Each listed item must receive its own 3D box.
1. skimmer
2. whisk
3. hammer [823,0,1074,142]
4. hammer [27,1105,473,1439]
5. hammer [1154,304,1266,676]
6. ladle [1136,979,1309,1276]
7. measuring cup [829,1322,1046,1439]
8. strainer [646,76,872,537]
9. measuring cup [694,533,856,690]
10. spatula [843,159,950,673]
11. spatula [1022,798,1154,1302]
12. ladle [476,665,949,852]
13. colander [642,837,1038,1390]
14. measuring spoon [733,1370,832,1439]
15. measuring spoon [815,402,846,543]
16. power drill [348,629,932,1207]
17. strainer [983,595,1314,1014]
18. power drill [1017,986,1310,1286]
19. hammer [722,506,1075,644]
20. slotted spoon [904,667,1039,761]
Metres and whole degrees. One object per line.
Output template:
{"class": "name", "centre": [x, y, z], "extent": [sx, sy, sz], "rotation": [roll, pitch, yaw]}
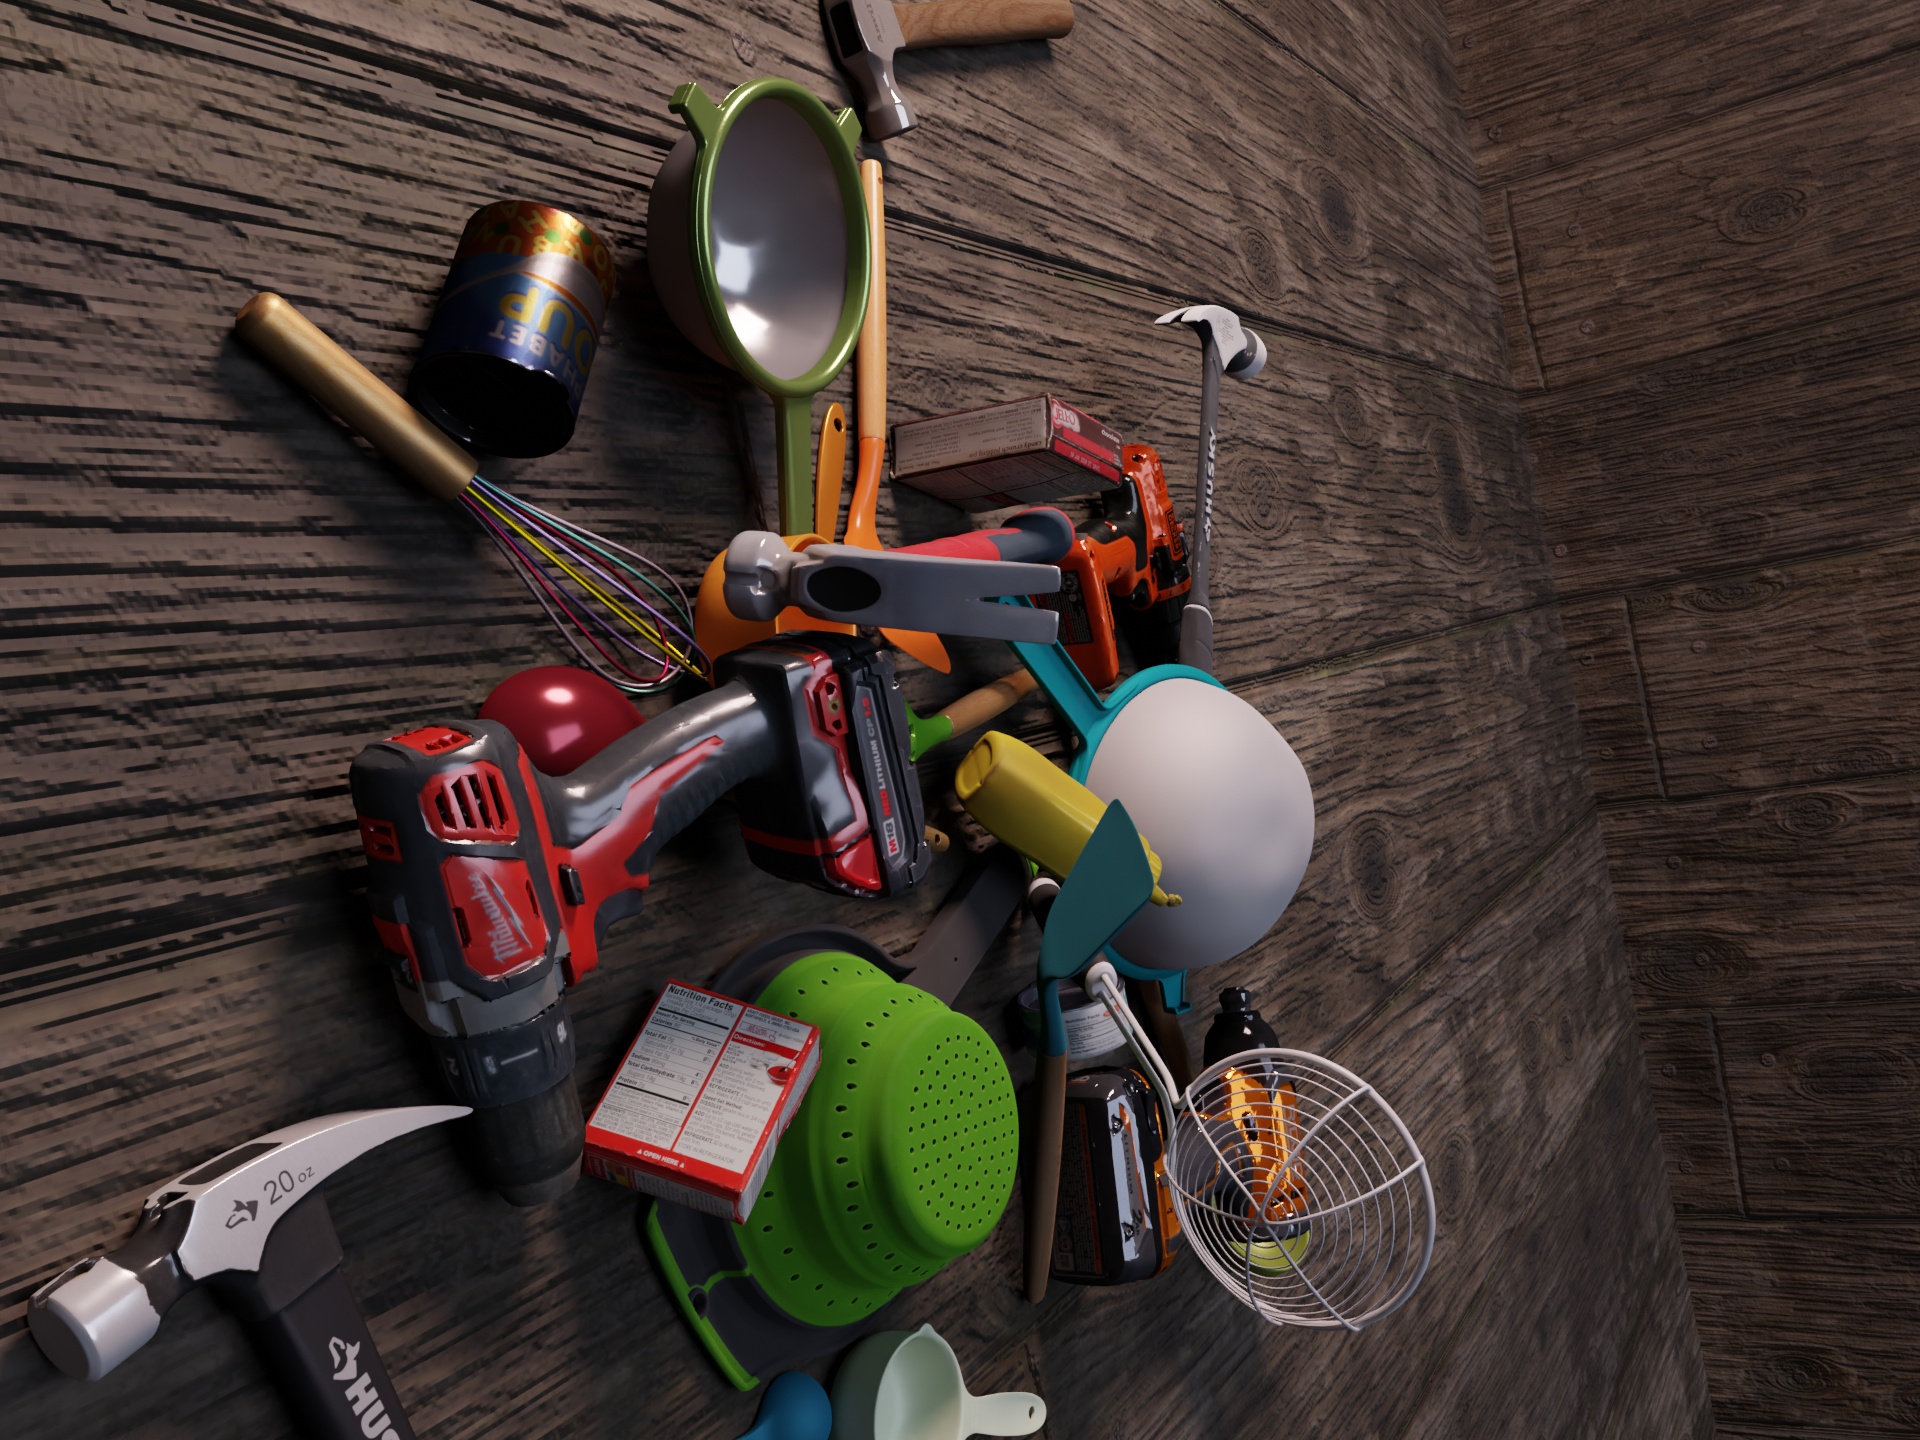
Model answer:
{"class": "skimmer", "centre": [0.119, 0.170, 0.836], "extent": [0.090, 0.364, 0.127], "rotation": [10, 106, -16]}
{"class": "whisk", "centre": [-0.191, -0.085, 0.655], "extent": [0.244, 0.051, 0.047], "rotation": [43, 26, -38]}
{"class": "hammer", "centre": [0.003, -0.478, 1.082], "extent": [0.331, 0.031, 0.130], "rotation": [-43, 117, -54]}
{"class": "hammer", "centre": [-0.181, 0.293, 0.554], "extent": [0.146, 0.035, 0.334], "rotation": [-38, 113, -54]}
{"class": "hammer", "centre": [0.168, -0.092, 1.121], "extent": [0.149, 0.036, 0.409], "rotation": [10, 83, -61]}
{"class": "ladle", "centre": [0.164, 0.242, 1.101], "extent": [0.078, 0.062, 0.320], "rotation": [-34, 107, -47]}
{"class": "measuring cup", "centre": [-0.010, 0.352, 0.808], "extent": [0.167, 0.038, 0.083], "rotation": [33, 54, -52]}
{"class": "strainer", "centre": [-0.108, -0.185, 0.803], "extent": [0.151, 0.069, 0.256], "rotation": [-28, 121, -58]}
{"class": "measuring cup", "centre": [-0.079, -0.023, 0.805], "extent": [0.173, 0.052, 0.095], "rotation": [62, 33, -53]}
{"class": "spatula", "centre": [-0.043, -0.183, 0.912], "extent": [0.081, 0.041, 0.323], "rotation": [28, 56, -59]}
{"class": "spatula", "centre": [0.058, 0.194, 0.845], "extent": [0.082, 0.044, 0.317], "rotation": [-107, -163, -60]}
{"class": "ladle", "centre": [-0.097, 0.036, 0.764], "extent": [0.315, 0.031, 0.069], "rotation": [21, 68, -53]}
{"class": "colander", "centre": [-0.004, 0.157, 0.819], "extent": [0.397, 0.094, 0.204], "rotation": [-50, 123, -51]}
{"class": "measuring spoon", "centre": [-0.094, 0.326, 0.694], "extent": [0.128, 0.021, 0.042], "rotation": [-11, 90, -59]}
{"class": "measuring spoon", "centre": [-0.070, -0.125, 0.878], "extent": [0.021, 0.011, 0.117], "rotation": [31, 56, -51]}
{"class": "power drill", "centre": [-0.120, 0.069, 0.642], "extent": [0.226, 0.080, 0.187], "rotation": [-23, 110, -40]}
{"class": "strainer", "centre": [0.133, 0.031, 0.993], "extent": [0.340, 0.095, 0.211], "rotation": [50, 60, -37]}
{"class": "power drill", "centre": [0.137, 0.256, 0.998], "extent": [0.226, 0.084, 0.164], "rotation": [4, 77, -47]}
{"class": "hammer", "centre": [0.021, -0.084, 0.827], "extent": [0.386, 0.143, 0.038], "rotation": [-31, 126, -71]}
{"class": "slotted spoon", "centre": [-0.001, -0.003, 0.898], "extent": [0.314, 0.031, 0.070], "rotation": [-28, 128, -67]}
